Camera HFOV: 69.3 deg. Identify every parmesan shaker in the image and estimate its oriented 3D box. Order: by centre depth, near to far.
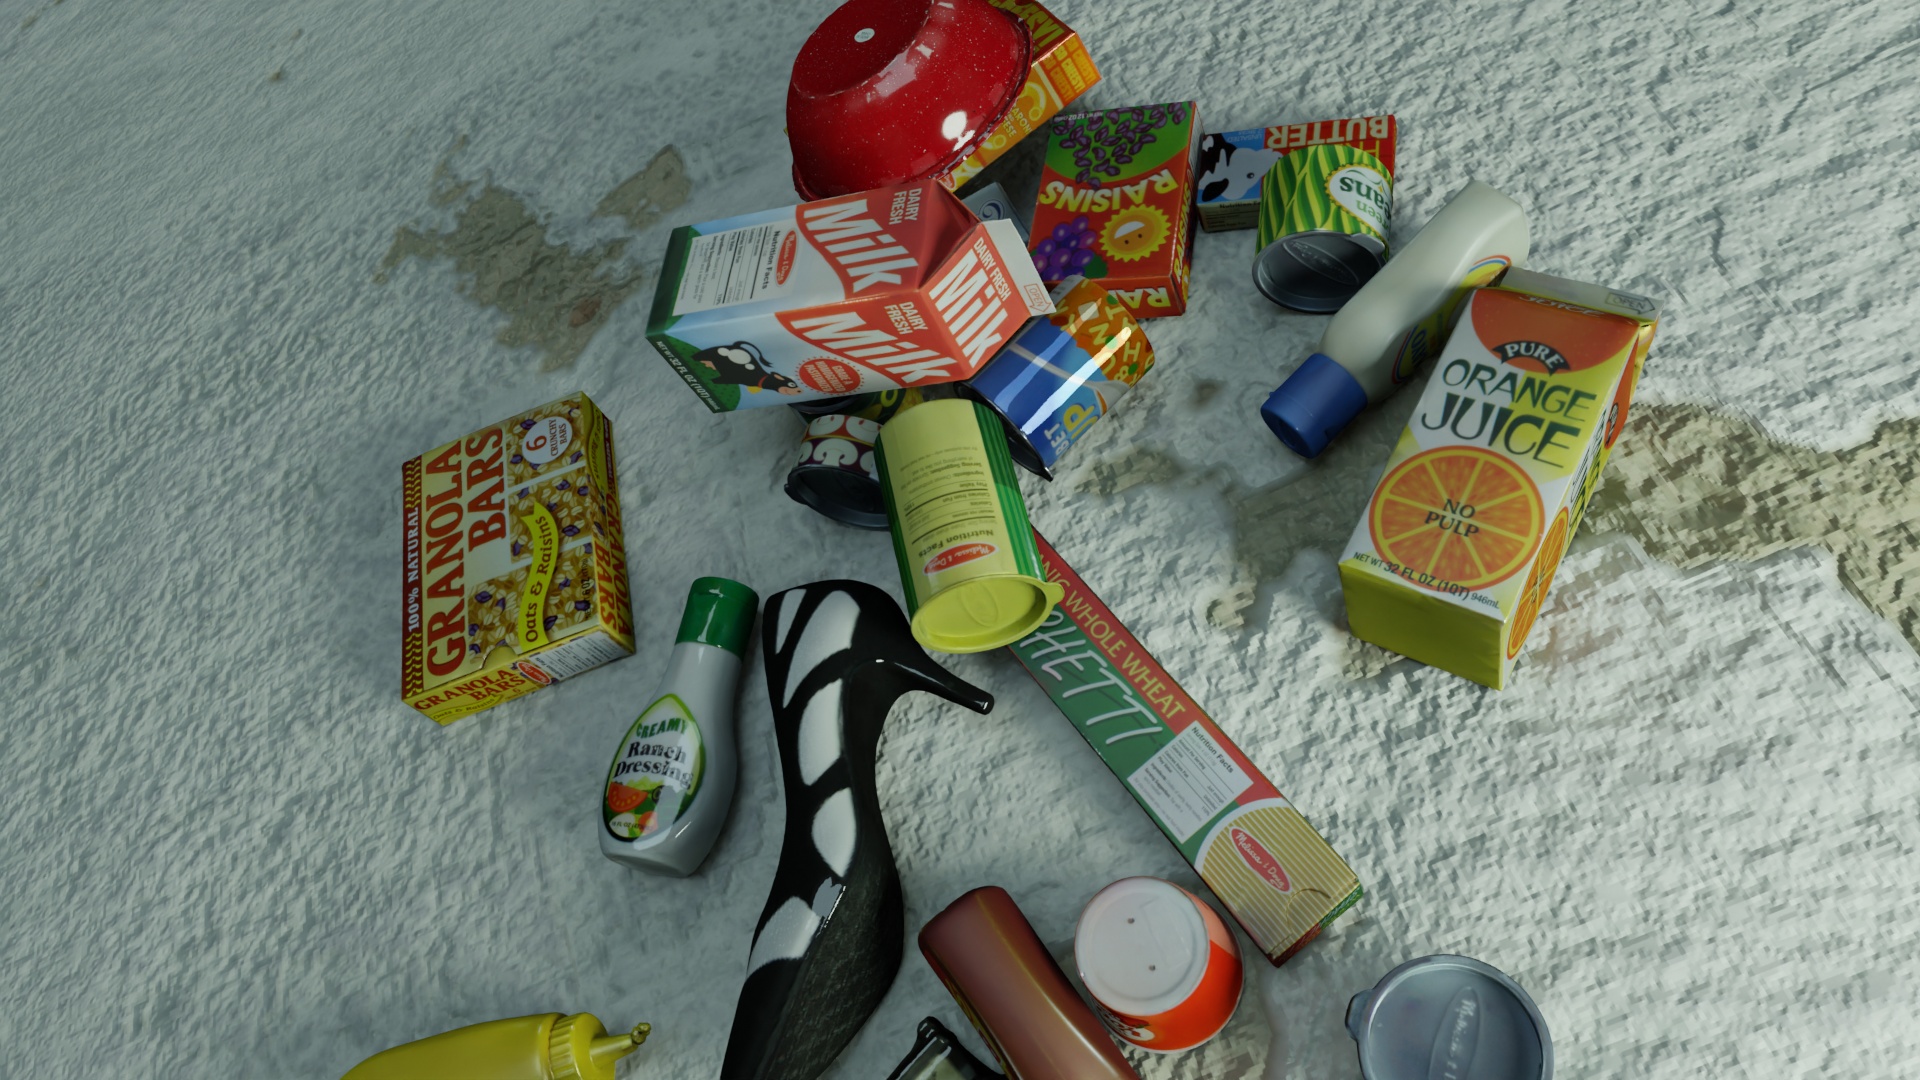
[{"bbox_3d":[0.002,-0.008,0.654,0.071,0.071,0.103,-20,57,9],"label":"parmesan shaker"}]

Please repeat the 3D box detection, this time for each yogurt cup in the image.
[{"bbox_3d":[0.079,0.171,0.568,0.072,0.053,0.073,-9,60,15],"label":"yogurt cup"}]

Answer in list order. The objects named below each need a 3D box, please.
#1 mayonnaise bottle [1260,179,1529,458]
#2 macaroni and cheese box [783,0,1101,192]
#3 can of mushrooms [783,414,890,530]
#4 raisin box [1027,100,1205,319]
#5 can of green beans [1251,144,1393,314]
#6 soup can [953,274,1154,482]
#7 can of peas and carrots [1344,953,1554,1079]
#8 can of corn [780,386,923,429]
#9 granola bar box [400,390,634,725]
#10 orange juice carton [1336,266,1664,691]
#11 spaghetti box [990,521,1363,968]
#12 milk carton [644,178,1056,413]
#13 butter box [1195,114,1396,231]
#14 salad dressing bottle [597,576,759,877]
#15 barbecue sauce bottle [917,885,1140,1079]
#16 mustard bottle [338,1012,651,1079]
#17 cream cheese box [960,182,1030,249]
[{"bbox_3d":[0.209,-0.103,0.670,0.148,0.064,0.041,-45,61,-2],"label":"mayonnaise bottle"},{"bbox_3d":[-0.015,-0.259,0.827,0.166,0.040,0.124,-36,43,6],"label":"macaroni and cheese box"},{"bbox_3d":[-0.056,-0.035,0.726,0.071,0.071,0.033,6,65,24],"label":"can of mushrooms"},{"bbox_3d":[0.086,-0.181,0.771,0.086,0.040,0.124,1,62,21],"label":"raisin box"},{"bbox_3d":[0.184,-0.157,0.704,0.071,0.071,0.058,1,63,21],"label":"can of green beans"},{"bbox_3d":[0.050,-0.083,0.715,0.084,0.071,0.071,-44,57,-7],"label":"soup can"},{"bbox_3d":[0.181,0.192,0.515,0.071,0.058,0.071,-9,59,16],"label":"can of peas and carrots"},{"bbox_3d":[-0.057,-0.083,0.758,0.071,0.058,0.071,-9,60,16],"label":"can of corn"},{"bbox_3d":[-0.256,0.007,0.793,0.124,0.039,0.166,-21,57,9],"label":"granola bar box"},{"bbox_3d":[0.241,-0.040,0.614,0.072,0.072,0.193,21,71,29],"label":"orange juice carton"},{"bbox_3d":[0.079,0.079,0.634,0.050,0.028,0.251,-39,56,-3],"label":"spaghetti box"},{"bbox_3d":[-0.053,-0.122,0.696,0.190,0.072,0.074,-6,59,21],"label":"milk carton"},{"bbox_3d":[0.182,-0.199,0.753,0.103,0.024,0.053,-1,63,21],"label":"butter box"},{"bbox_3d":[-0.137,0.091,0.699,0.064,0.044,0.148,1,63,22],"label":"salad dressing bottle"},{"bbox_3d":[0.042,0.211,0.557,0.044,0.064,0.149,-38,65,-3],"label":"barbecue sauce bottle"},{"bbox_3d":[-0.211,0.251,0.634,0.160,0.048,0.065,-21,58,8],"label":"mustard bottle"},{"bbox_3d":[-0.011,-0.161,0.804,0.104,0.024,0.053,-28,57,4],"label":"cream cheese box"}]
